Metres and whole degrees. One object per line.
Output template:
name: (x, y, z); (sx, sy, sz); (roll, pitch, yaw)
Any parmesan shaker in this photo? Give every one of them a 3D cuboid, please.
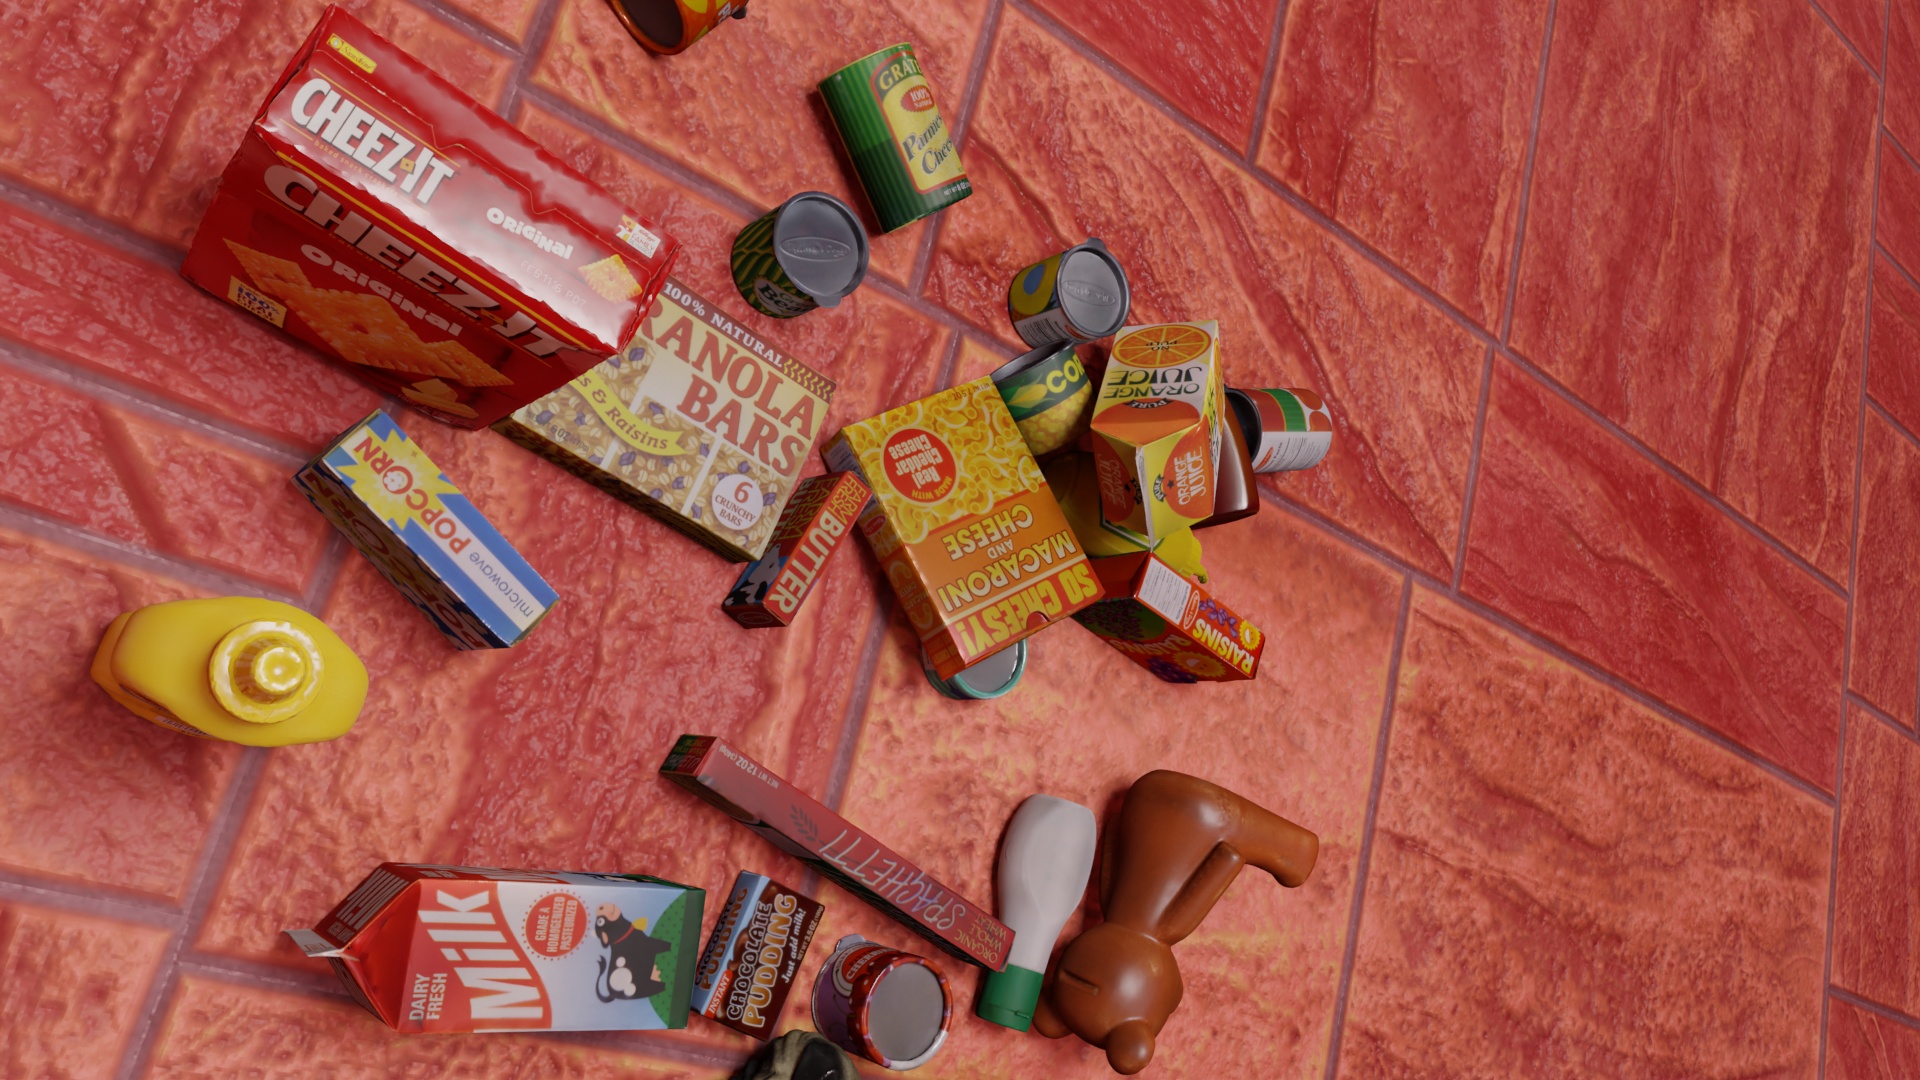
parmesan shaker: (-0.040, -0.260, 0.899); (0.071, 0.071, 0.103); (-32, 103, -33)

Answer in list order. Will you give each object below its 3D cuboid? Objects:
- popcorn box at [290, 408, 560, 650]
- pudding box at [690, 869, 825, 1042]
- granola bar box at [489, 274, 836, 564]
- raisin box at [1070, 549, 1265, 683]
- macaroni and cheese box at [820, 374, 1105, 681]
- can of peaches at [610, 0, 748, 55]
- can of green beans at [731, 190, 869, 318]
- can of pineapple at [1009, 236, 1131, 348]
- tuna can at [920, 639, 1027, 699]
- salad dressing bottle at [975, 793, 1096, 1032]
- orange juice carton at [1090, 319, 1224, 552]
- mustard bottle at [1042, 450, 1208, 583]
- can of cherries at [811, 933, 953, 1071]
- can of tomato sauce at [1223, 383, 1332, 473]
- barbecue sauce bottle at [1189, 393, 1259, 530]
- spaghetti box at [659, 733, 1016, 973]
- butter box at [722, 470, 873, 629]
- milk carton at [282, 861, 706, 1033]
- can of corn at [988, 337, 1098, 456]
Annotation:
popcorn box: (-0.268, -0.001, 0.694); (0.126, 0.085, 0.038); (51, 60, -20)
pudding box: (-0.119, 0.239, 0.804); (0.049, 0.030, 0.084); (35, 66, -26)
granola bar box: (-0.166, -0.079, 0.804); (0.165, 0.039, 0.124); (32, 67, -28)
raisin box: (0.141, 0.057, 0.976); (0.123, 0.086, 0.040); (34, 65, -28)
macaroni and cheese box: (0.003, -0.011, 0.890); (0.124, 0.040, 0.166); (-24, 83, -34)
can of peaches: (-0.165, -0.327, 0.818); (0.071, 0.071, 0.058); (52, 59, -19)
can of green beans: (-0.099, -0.174, 0.851); (0.071, 0.057, 0.071); (5, 82, -35)
can of pineapple: (0.077, -0.170, 0.975); (0.071, 0.057, 0.071); (5, 82, -35)
tuna can: (0.012, 0.073, 0.915); (0.071, 0.032, 0.071); (5, 82, -34)
salad dressing bottle: (0.047, 0.244, 0.914); (0.064, 0.044, 0.148); (28, 70, -30)
orange juice carton: (0.132, -0.073, 0.923); (0.194, 0.073, 0.071); (-69, 152, -54)
mustard bottle: (0.126, -0.007, 0.995); (0.160, 0.048, 0.065); (29, 65, -29)
can of cherries: (-0.047, 0.276, 0.833); (0.071, 0.058, 0.071); (4, 83, -35)
can of tomato sauce: (0.234, -0.087, 1.072); (0.083, 0.071, 0.071); (-5, 87, -36)
barbecue sauce bottle: (0.177, -0.085, 1.036); (0.044, 0.065, 0.148); (6, 71, -60)
spaghetti box: (-0.068, 0.191, 0.834); (0.249, 0.050, 0.029); (39, 65, -26)
butter box: (-0.098, 0.005, 0.833); (0.024, 0.053, 0.104); (43, 62, -26)
milk carton: (-0.234, 0.205, 0.701); (0.191, 0.072, 0.073); (13, 78, -33)
can of corn: (0.059, -0.098, 0.946); (0.071, 0.071, 0.058); (-37, 107, -32)
